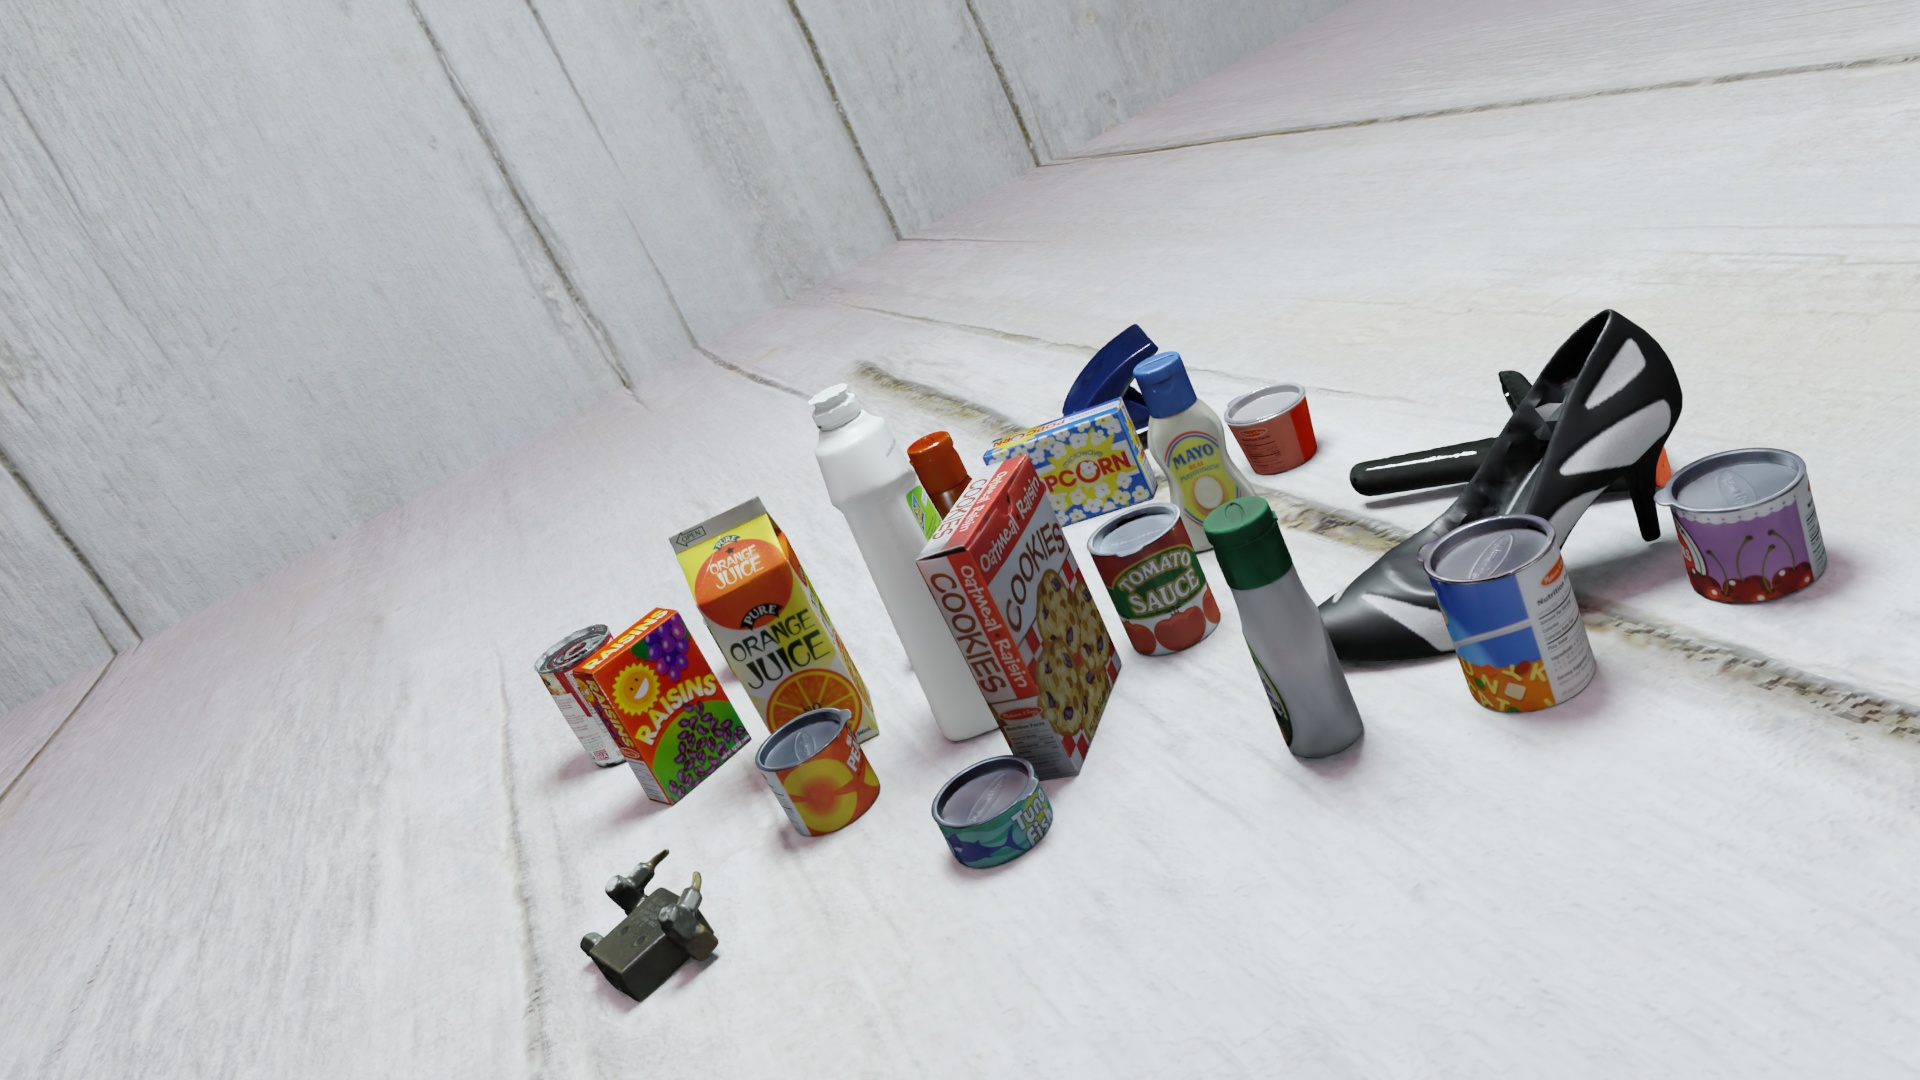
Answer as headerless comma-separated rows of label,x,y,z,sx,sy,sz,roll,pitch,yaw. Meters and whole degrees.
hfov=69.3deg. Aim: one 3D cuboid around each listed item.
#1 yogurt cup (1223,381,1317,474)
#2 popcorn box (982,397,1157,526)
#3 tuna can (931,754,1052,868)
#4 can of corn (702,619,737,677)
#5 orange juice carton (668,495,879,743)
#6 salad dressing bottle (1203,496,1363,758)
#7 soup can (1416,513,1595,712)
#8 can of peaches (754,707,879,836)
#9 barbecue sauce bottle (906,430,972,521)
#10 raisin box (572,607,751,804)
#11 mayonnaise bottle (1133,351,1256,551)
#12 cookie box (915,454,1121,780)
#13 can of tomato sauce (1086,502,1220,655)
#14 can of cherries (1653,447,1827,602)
yogurt cup,0.253,-0.089,1.121,0.072,0.053,0.073,-22,20,9
popcorn box,0.095,-0.062,1.195,0.126,0.085,0.038,-18,22,21
tuna can,0.021,0.159,0.819,0.071,0.032,0.071,-22,21,9
can of corn,-0.183,0.078,1.217,0.071,0.058,0.071,-22,20,9
orange juice carton,-0.134,0.064,1.003,0.072,0.192,0.073,-27,20,-2
salad dressing bottle,0.173,0.047,0.749,0.044,0.147,0.064,-22,20,11
soup can,0.287,0.038,0.731,0.071,0.083,0.071,-22,20,9
can of peaches,-0.093,0.154,0.929,0.071,0.058,0.071,-22,20,9
barbecue sauce bottle,0.004,-0.014,1.093,0.044,0.148,0.065,-27,20,-4
raisin box,-0.226,0.125,1.060,0.086,0.123,0.040,-39,24,-33
mayonnaise bottle,0.171,-0.067,1.028,0.065,0.147,0.041,-22,20,11
cookie box,0.043,0.047,0.874,0.040,0.167,0.123,-15,23,28
can of tomato sauce,0.132,0.027,0.939,0.071,0.083,0.071,-22,20,9
can of cherries,0.411,-0.008,0.733,0.071,0.058,0.072,-22,20,9
